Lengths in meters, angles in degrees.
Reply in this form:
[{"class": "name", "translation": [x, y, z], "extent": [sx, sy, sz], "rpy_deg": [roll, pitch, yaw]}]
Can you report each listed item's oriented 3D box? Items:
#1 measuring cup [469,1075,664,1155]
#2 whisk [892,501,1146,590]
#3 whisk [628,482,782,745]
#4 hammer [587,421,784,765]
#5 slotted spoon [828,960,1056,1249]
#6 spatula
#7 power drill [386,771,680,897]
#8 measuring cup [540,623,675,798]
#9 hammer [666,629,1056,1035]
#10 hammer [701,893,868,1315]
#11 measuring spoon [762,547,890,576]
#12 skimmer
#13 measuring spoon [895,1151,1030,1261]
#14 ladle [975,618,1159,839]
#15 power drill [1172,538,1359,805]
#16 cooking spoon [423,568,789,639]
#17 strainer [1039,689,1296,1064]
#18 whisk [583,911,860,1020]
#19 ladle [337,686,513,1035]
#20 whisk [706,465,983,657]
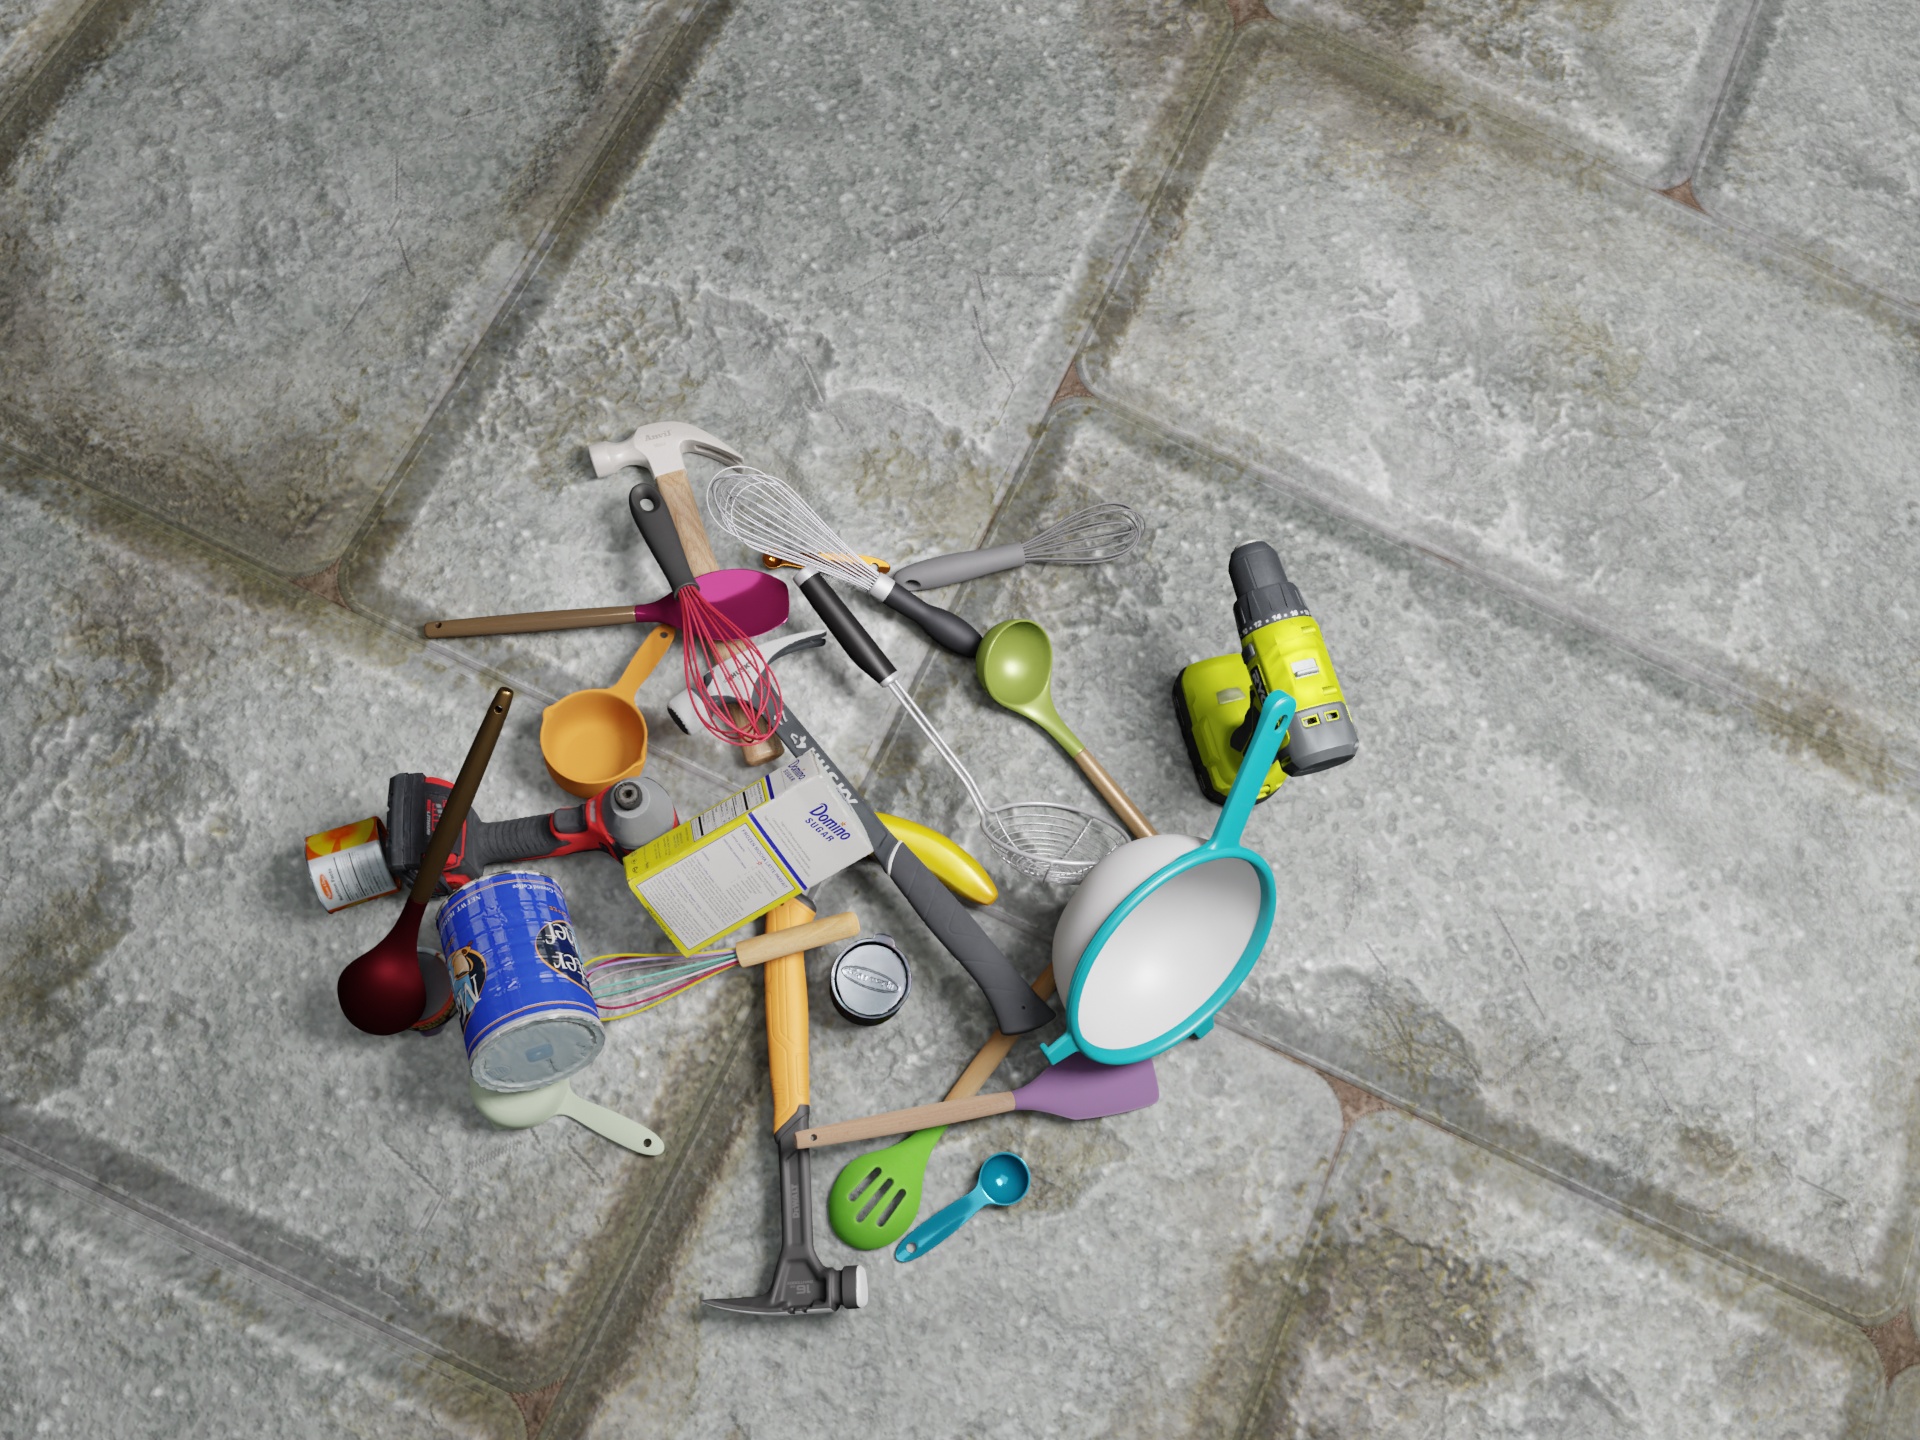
[{"class": "measuring cup", "translation": [-0.314, 0.307, 1.271], "extent": [0.167, 0.038, 0.083], "rpy_deg": [25, 72, 4]}, {"class": "whisk", "translation": [0.054, -0.154, 1.449], "extent": [0.239, 0.055, 0.055], "rpy_deg": [-14, 75, -6]}, {"class": "whisk", "translation": [-0.223, -0.093, 1.337], "extent": [0.073, 0.073, 0.296], "rpy_deg": [-22, 60, -12]}, {"class": "hammer", "translation": [-0.221, -0.117, 1.415], "extent": [0.130, 0.031, 0.331], "rpy_deg": [-18, 76, -11]}, {"class": "slotted spoon", "translation": [0.004, 0.302, 1.316], "extent": [0.070, 0.031, 0.314], "rpy_deg": [38, 72, 9]}, {"class": "spatula", "translation": [0.018, 0.311, 1.291], "extent": [0.315, 0.018, 0.060], "rpy_deg": [-6, 73, -21]}, {"class": "power drill", "translation": [-0.340, 0.086, 1.283], "extent": [0.219, 0.143, 0.079], "rpy_deg": [-4, 71, -5]}, {"class": "measuring cup", "translation": [-0.292, -0.009, 1.367], "extent": [0.095, 0.052, 0.174], "rpy_deg": [26, 60, 3]}, {"class": "hammer", "translation": [-0.064, 0.096, 1.326], "extent": [0.149, 0.036, 0.409], "rpy_deg": [-37, 78, -18]}, {"class": "hammer", "translation": [-0.145, 0.302, 1.287], "extent": [0.127, 0.034, 0.337], "rpy_deg": [-6, 70, 7]}, {"class": "measuring spoon", "translation": [-0.122, -0.142, 1.446], "extent": [0.117, 0.011, 0.021], "rpy_deg": [4, 72, -9]}, {"class": "skimmer", "translation": [-0.002, -0.004, 1.350], "extent": [0.090, 0.127, 0.363], "rpy_deg": [-40, 88, 27]}, {"class": "measuring spoon", "translation": [0.001, 0.398, 1.295], "extent": [0.128, 0.021, 0.042], "rpy_deg": [-35, 81, -6]}, {"class": "ladle", "translation": [0.125, 0.045, 1.392], "extent": [0.078, 0.062, 0.320], "rpy_deg": [-36, 83, -26]}, {"class": "power drill", "translation": [0.248, -0.030, 1.336], "extent": [0.080, 0.228, 0.191], "rpy_deg": [-14, 75, -10]}, {"class": "cooking spoon", "translation": [-0.307, -0.091, 1.381], "extent": [0.319, 0.017, 0.069], "rpy_deg": [-4, 68, 1]}, {"class": "strainer", "translation": [0.168, 0.112, 1.265], "extent": [0.211, 0.340, 0.095], "rpy_deg": [1, 28, -40]}, {"class": "whisk", "translation": [-0.202, 0.193, 1.295], "extent": [0.245, 0.051, 0.047], "rpy_deg": [-16, 63, 1]}, {"class": "ladle", "translation": [-0.401, 0.114, 1.209], "extent": [0.069, 0.031, 0.315], "rpy_deg": [23, 105, -12]}, {"class": "whisk", "translation": [-0.097, -0.136, 1.404], "extent": [0.284, 0.070, 0.070], "rpy_deg": [31, 72, -11]}]
